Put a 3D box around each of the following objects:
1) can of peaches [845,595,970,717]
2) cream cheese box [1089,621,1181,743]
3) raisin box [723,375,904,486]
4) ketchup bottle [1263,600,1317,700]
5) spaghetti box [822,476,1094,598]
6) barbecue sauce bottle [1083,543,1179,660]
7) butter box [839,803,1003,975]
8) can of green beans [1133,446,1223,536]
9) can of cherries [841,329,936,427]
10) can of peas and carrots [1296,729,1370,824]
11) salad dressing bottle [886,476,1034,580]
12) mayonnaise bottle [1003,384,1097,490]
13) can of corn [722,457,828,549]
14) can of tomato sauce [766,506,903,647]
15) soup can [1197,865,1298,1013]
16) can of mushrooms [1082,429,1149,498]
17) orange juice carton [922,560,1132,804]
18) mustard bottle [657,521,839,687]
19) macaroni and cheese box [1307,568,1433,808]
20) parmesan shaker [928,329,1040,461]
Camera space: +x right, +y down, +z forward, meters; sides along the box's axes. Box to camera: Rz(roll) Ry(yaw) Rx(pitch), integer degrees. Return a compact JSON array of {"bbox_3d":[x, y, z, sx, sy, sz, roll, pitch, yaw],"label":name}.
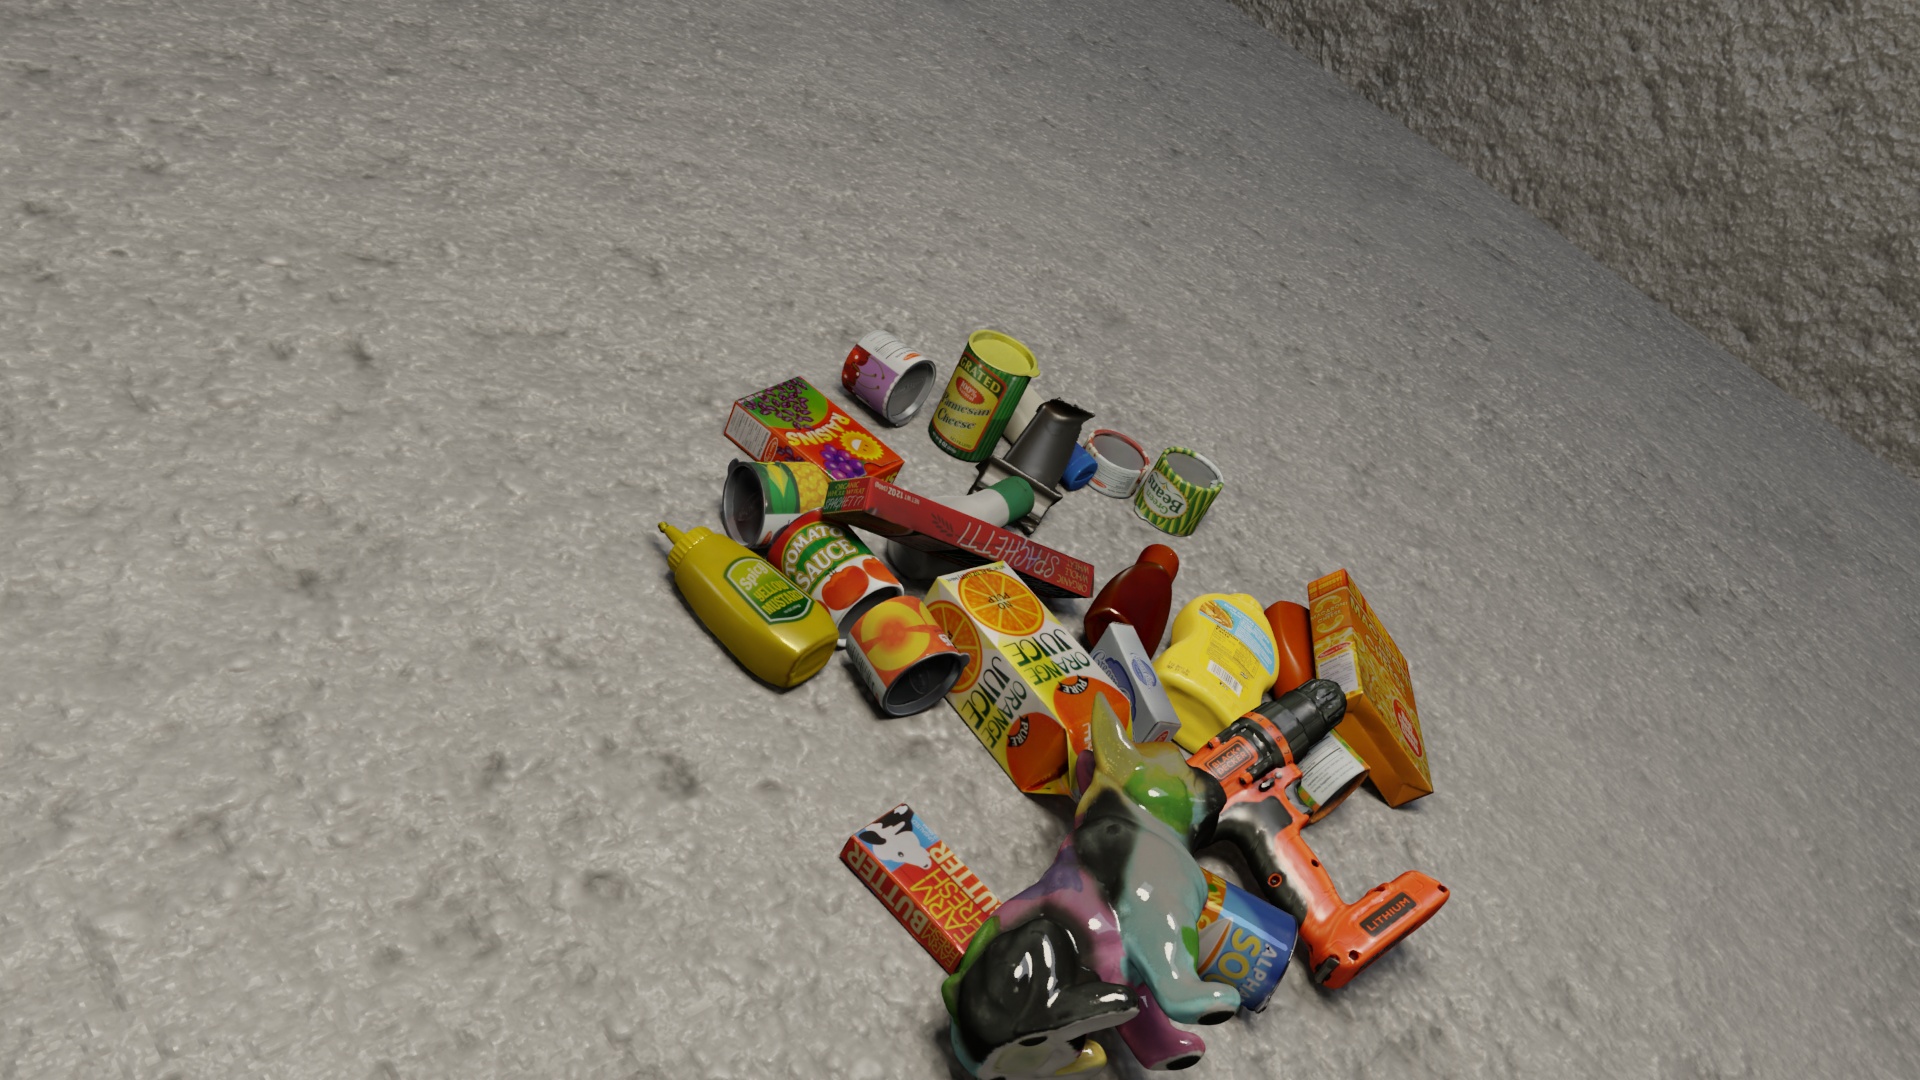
[{"bbox_3d":[-0.038,0.080,0.980,0.071,0.071,0.058,-7,47,-40],"label":"can of peaches"},{"bbox_3d":[0.128,0.117,1.056,0.024,0.053,0.104,9,39,-28],"label":"cream cheese box"},{"bbox_3d":[-0.121,-0.079,1.153,0.123,0.040,0.086,39,35,15],"label":"raisin box"},{"bbox_3d":[0.288,0.117,1.173,0.064,0.043,0.149,31,33,-16],"label":"ketchup bottle"},{"bbox_3d":[0.006,0.002,1.062,0.250,0.050,0.029,21,74,-41],"label":"spaghetti box"},{"bbox_3d":[0.149,0.050,1.161,0.065,0.043,0.149,55,33,-10],"label":"barbecue sauce bottle"},{"bbox_3d":[-0.021,0.214,0.859,0.104,0.024,0.053,43,37,20],"label":"butter box"},{"bbox_3d":[0.207,-0.047,1.316,0.071,0.057,0.071,18,36,-13],"label":"can of green beans"},{"bbox_3d":[-0.066,-0.146,1.252,0.058,0.071,0.072,36,35,22],"label":"can of cherries"},{"bbox_3d":[0.271,0.176,1.070,0.071,0.070,0.059,-13,52,-43],"label":"can of peas and carrots"},{"bbox_3d":[0.004,-0.014,1.140,0.064,0.043,0.148,48,43,15],"label":"salad dressing bottle"},{"bbox_3d":[0.068,-0.108,1.317,0.065,0.041,0.148,-19,57,-45],"label":"mayonnaise bottle"},{"bbox_3d":[-0.140,-0.029,1.051,0.058,0.070,0.071,-2,44,-37],"label":"can of corn"},{"bbox_3d":[-0.092,0.026,1.012,0.071,0.070,0.083,-16,54,-45],"label":"can of tomato sauce"},{"bbox_3d":[0.164,0.254,0.894,0.084,0.071,0.072,28,35,1],"label":"soup can"},{"bbox_3d":[0.146,-0.076,1.333,0.071,0.033,0.071,17,36,-13],"label":"can of mushrooms"},{"bbox_3d":[0.050,0.109,0.998,0.072,0.072,0.193,-13,52,-43],"label":"orange juice carton"},{"bbox_3d":[-0.159,0.035,0.973,0.160,0.048,0.065,39,35,16],"label":"mustard bottle"},{"bbox_3d":[0.339,0.120,1.160,0.123,0.040,0.167,51,27,-23],"label":"macaroni and cheese box"},{"bbox_3d":[0.021,-0.128,1.255,0.071,0.102,0.072,18,36,-13],"label":"parmesan shaker"}]
